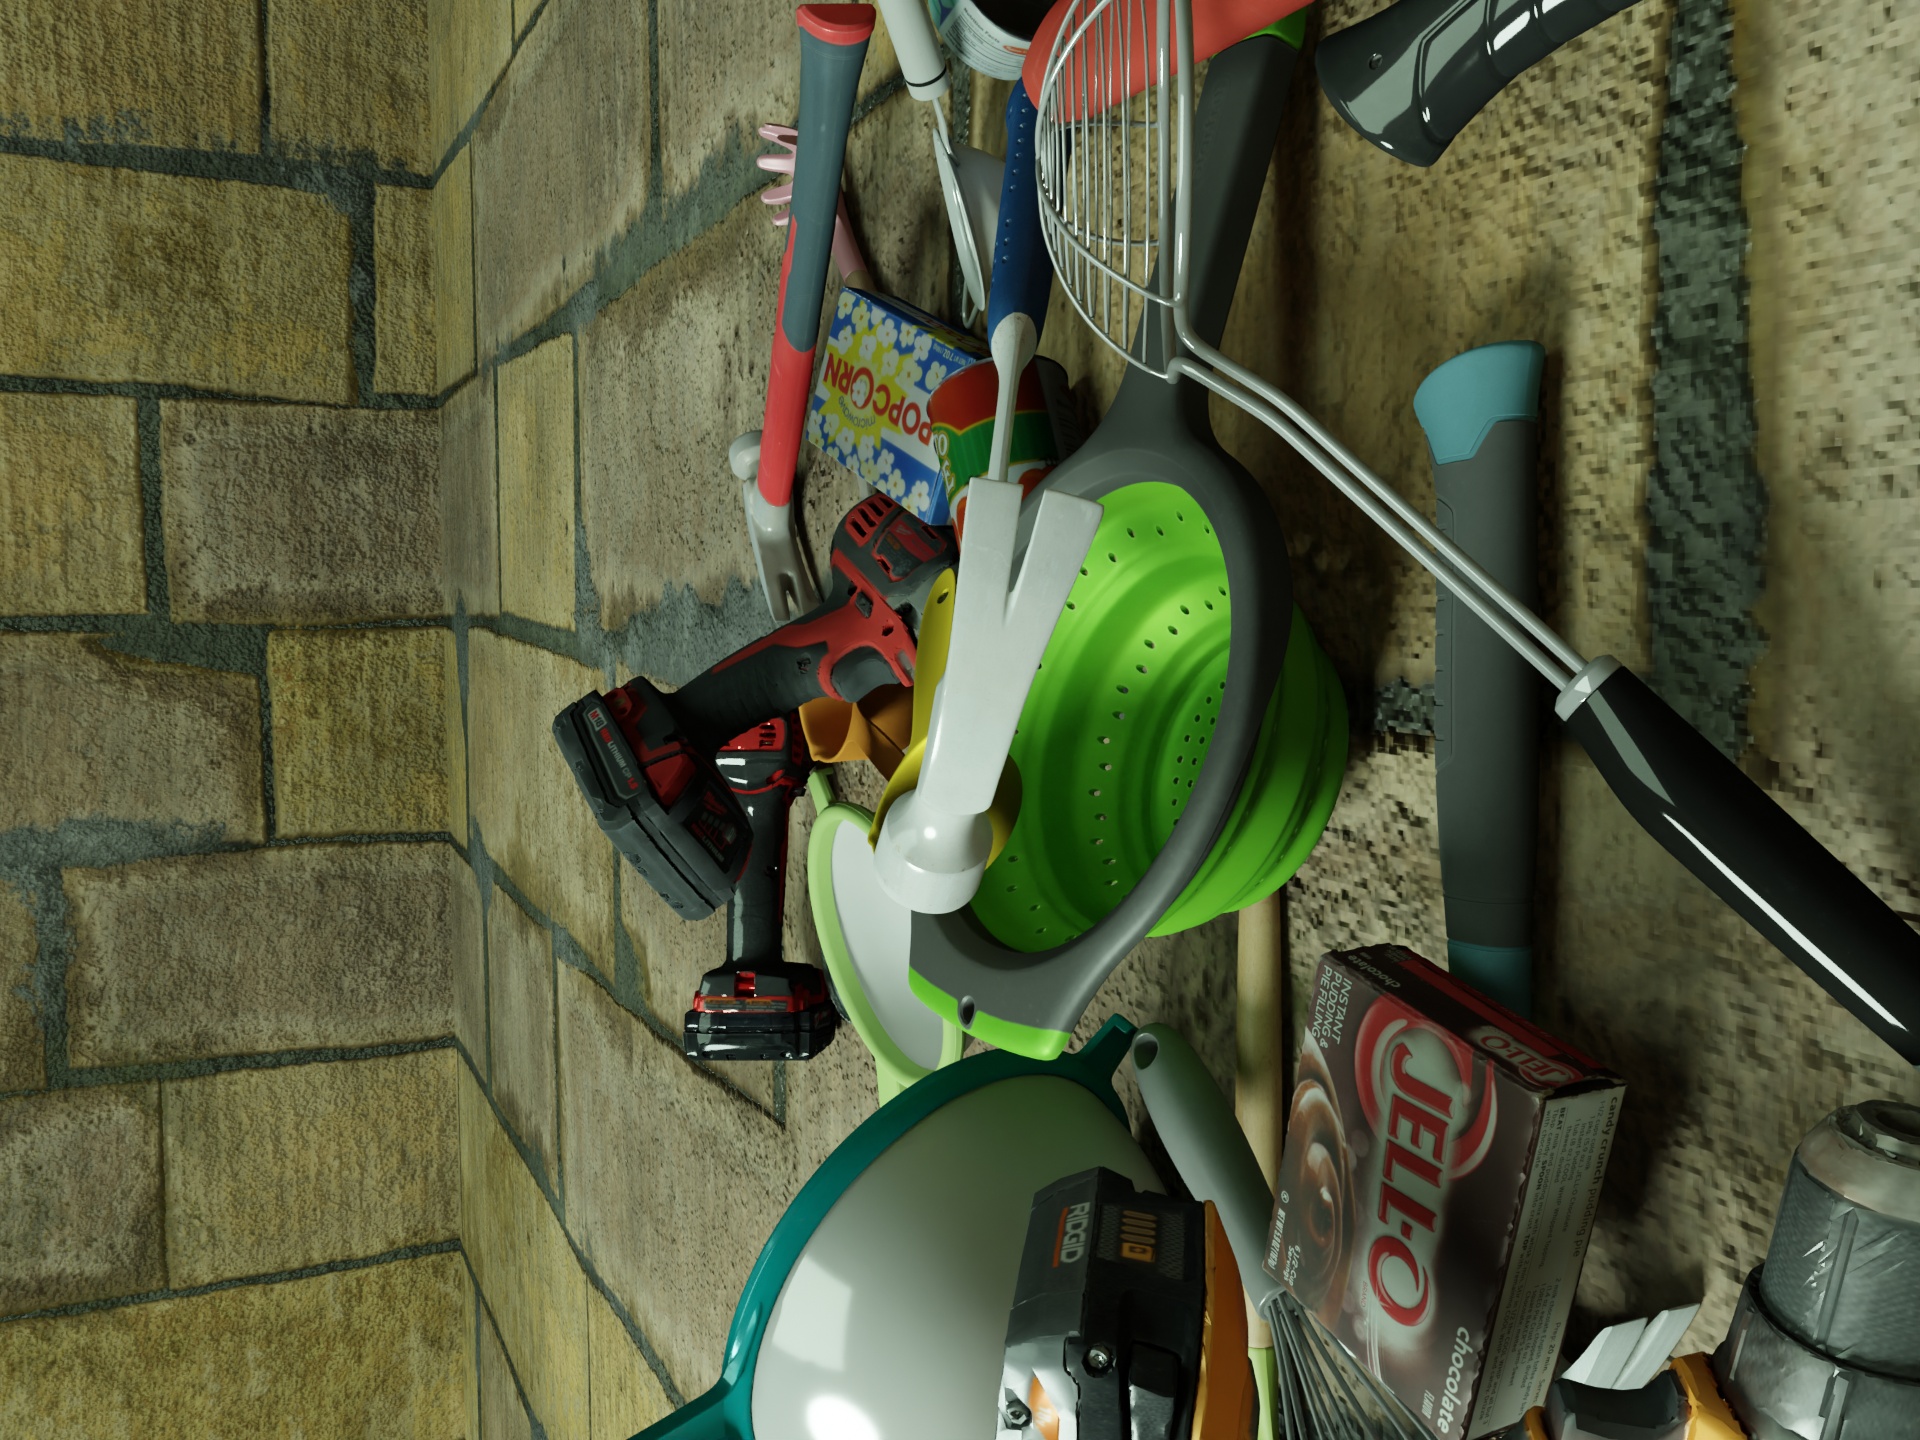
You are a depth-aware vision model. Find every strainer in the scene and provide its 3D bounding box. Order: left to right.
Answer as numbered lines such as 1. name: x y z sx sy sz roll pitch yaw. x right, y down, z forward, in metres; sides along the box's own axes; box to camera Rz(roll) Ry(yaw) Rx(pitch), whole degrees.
1. strainer: -0.029 0.255 0.576 0.095 0.340 0.211 26 122 43
2. strainer: -0.015 0.150 0.830 0.152 0.069 0.256 41 141 47
3. strainer: -0.010 -0.275 0.698 0.258 0.050 0.087 62 -171 -54

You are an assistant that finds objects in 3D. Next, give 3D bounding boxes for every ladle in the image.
1. ladle: 0.100 0.207 0.599 0.078 0.062 0.320 170 100 -85

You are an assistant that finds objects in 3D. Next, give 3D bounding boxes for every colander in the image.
1. colander: 0.092 -0.072 0.577 0.205 0.094 0.397 9 82 62

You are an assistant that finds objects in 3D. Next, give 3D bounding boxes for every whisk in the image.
1. whisk: 0.106 0.192 0.525 0.239 0.055 0.055 -116 34 -48

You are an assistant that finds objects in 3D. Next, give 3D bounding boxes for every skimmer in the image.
1. skimmer: 0.140 -0.070 0.420 0.363 0.090 0.127 49 171 19

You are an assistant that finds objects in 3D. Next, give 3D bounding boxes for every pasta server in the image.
1. pasta server: -0.059 -0.232 0.906 0.060 0.040 0.317 104 151 -54

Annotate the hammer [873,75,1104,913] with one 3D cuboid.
1. hammer: 0.021 -0.133 0.567 0.144 0.035 0.406 107 173 -46

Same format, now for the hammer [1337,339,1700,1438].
1. hammer: 0.160 0.054 0.487 0.128 0.033 0.331 -177 86 -65

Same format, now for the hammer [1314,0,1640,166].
1. hammer: 0.204 -0.203 0.302 0.335 0.035 0.146 -17 78 51

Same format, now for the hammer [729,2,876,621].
1. hammer: -0.087 -0.216 0.888 0.386 0.038 0.143 110 149 -57

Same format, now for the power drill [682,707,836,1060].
1. power drill: -0.121 0.095 0.990 0.143 0.078 0.220 60 -151 -84

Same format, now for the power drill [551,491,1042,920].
1. power drill: -0.067 -0.005 0.768 0.188 0.226 0.080 48 172 47

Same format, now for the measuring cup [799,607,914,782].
1. measuring cup: -0.036 -0.002 0.863 0.174 0.052 0.095 46 132 51

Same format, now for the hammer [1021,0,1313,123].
1. hammer: 0.137 -0.237 0.461 0.359 0.036 0.149 -2 89 56

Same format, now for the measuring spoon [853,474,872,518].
1. measuring spoon: -0.065 -0.154 0.921 0.034 0.018 0.124 -157 55 -65

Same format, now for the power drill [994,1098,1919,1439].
1. power drill: 0.124 0.168 0.383 0.084 0.226 0.185 -58 -26 -73

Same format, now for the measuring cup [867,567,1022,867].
1. measuring cup: -0.001 -0.002 0.585 0.062 0.029 0.157 -41 29 32
